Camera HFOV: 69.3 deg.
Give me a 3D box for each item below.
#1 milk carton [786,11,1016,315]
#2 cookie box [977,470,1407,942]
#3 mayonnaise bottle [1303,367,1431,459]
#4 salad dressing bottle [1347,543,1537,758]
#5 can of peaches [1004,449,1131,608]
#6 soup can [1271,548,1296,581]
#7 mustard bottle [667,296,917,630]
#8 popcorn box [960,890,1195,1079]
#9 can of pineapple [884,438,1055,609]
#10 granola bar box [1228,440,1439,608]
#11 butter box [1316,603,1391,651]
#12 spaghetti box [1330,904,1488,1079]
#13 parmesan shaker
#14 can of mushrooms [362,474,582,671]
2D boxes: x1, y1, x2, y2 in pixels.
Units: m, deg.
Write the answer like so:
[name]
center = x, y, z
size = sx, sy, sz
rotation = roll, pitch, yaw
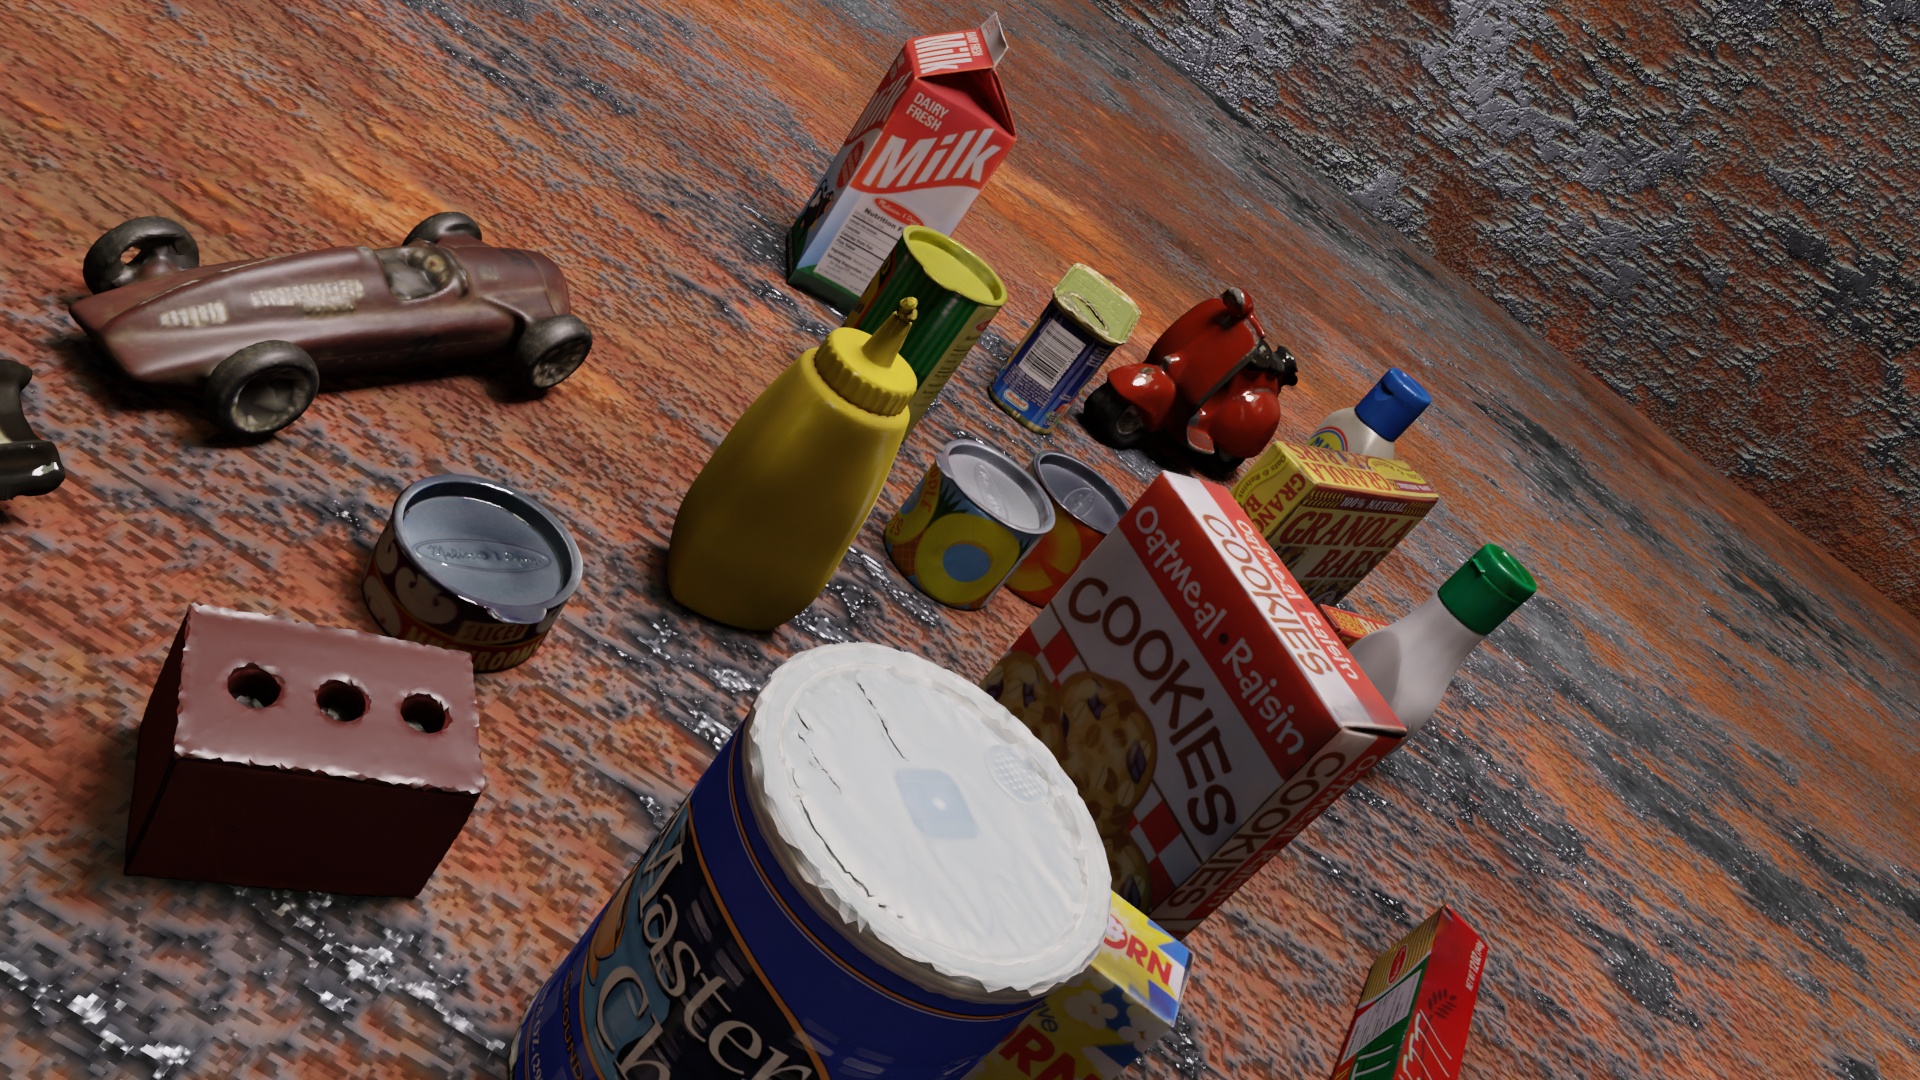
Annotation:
[milk carton]
center = -0.029, -0.230, 0.846
size = 0.073, 0.189, 0.073
rotation = 25, 30, -23
[cookie box]
center = 0.066, 0.076, 0.518
size = 0.040, 0.166, 0.123
rotation = 12, 37, -41
[mayonnaise bottle]
center = 0.265, -0.055, 0.974
size = 0.041, 0.147, 0.065
rotation = 17, 34, -35
[salad dressing bottle]
center = 0.258, 0.065, 0.784
size = 0.044, 0.147, 0.064
rotation = 24, 31, -26
[can of peaches]
center = 0.052, -0.004, 0.741
size = 0.071, 0.057, 0.071
rotation = 29, 29, -17
[soup can]
center = 0.126, 0.034, 0.744
size = 0.071, 0.083, 0.072
rotation = 29, 29, -17
[mustard bottle]
center = -0.058, -0.034, 0.546
size = 0.065, 0.159, 0.049
rotation = 22, 31, -28
[popcorn box]
center = -0.002, 0.128, 0.446
size = 0.127, 0.085, 0.038
rotation = 38, 27, 0
[can of pineapple]
center = 0.002, -0.009, 0.690
size = 0.071, 0.057, 0.071
rotation = 29, 29, -17
[granola bar box]
center = 0.203, 0.002, 0.839
size = 0.166, 0.123, 0.039
rotation = 2, 44, -49
[butter box]
center = 0.243, 0.073, 0.855
size = 0.103, 0.053, 0.024
rotation = 16, 34, -36
[spaghetti box]
center = 0.165, 0.221, 0.541
size = 0.029, 0.050, 0.251
rotation = 44, 28, 11
[parmesan shaker]
center = -0.031, -0.109, 0.755
size = 0.071, 0.102, 0.072
rotation = 29, 29, -17
[can of mushrooms]
center = -0.168, 0.013, 0.481
size = 0.071, 0.033, 0.071
rotation = 29, 29, -17
